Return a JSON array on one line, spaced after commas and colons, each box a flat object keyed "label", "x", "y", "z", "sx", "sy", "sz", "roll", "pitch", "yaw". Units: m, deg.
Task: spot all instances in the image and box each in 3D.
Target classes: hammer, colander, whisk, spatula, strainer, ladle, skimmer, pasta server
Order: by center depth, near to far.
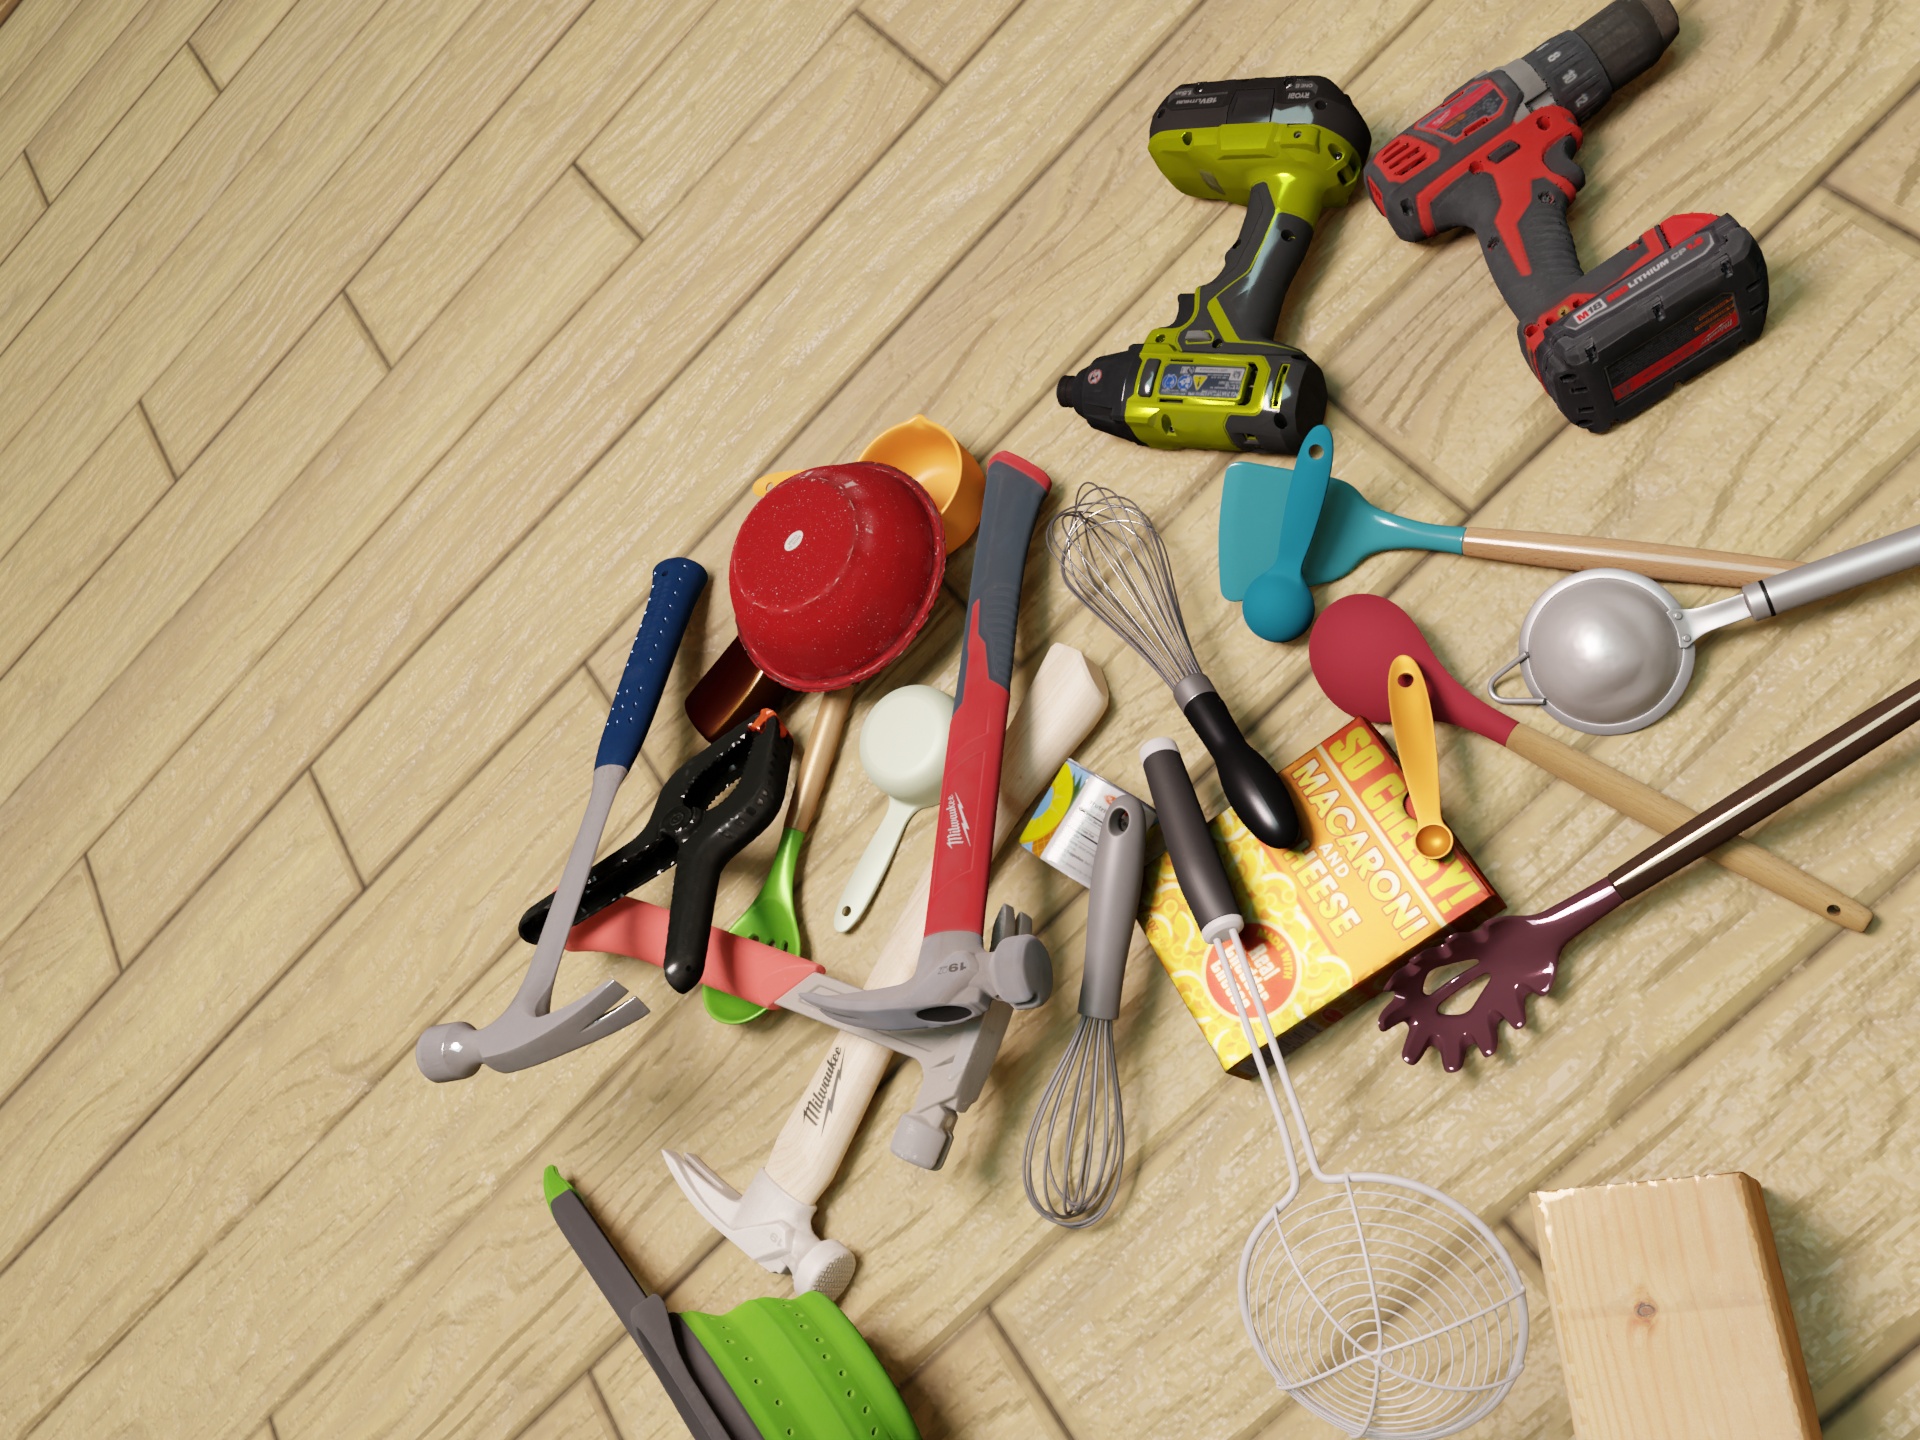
[{"label": "pasta server", "x": 0.337, "y": 0.067, "z": 0.757, "sx": 0.316, "sy": 0.040, "sz": 0.060, "roll": -39, "pitch": 86, "yaw": 21}, {"label": "strainer", "x": 0.385, "y": -0.057, "z": 0.785, "sx": 0.258, "sy": 0.050, "sz": 0.087, "roll": -22, "pitch": 84, "yaw": 24}, {"label": "skimmer", "x": 0.162, "y": 0.166, "z": 0.798, "sx": 0.127, "sy": 0.090, "sz": 0.364, "roll": -32, "pitch": 48, "yaw": 21}, {"label": "ladle", "x": 0.307, "y": 0.021, "z": 0.817, "sx": 0.316, "sy": 0.031, "sz": 0.069, "roll": 33, "pitch": 119, "yaw": 31}, {"label": "spatula", "x": 0.296, "y": -0.090, "z": 0.858, "sx": 0.318, "sy": 0.044, "sz": 0.082, "roll": 10, "pitch": 110, "yaw": 30}, {"label": "whisk", "x": 0.073, "y": 0.158, "z": 0.868, "sx": 0.055, "sy": 0.055, "sz": 0.239, "roll": 8, "pitch": 88, "yaw": 32}, {"label": "colander", "x": -0.130, "y": 0.349, "z": 0.908, "sx": 0.094, "sy": 0.204, "sz": 0.397, "roll": -31, "pitch": 34, "yaw": -23}, {"label": "whisk", "x": 0.121, "y": -0.037, "z": 0.911, "sx": 0.070, "sy": 0.070, "sz": 0.285, "roll": -37, "pitch": 50, "yaw": 13}, {"label": "hammer", "x": -0.002, "y": -0.003, "z": 0.946, "sx": 0.143, "sy": 0.038, "sz": 0.387, "roll": -13, "pitch": 52, "yaw": 28}, {"label": "hammer", "x": -0.035, "y": 0.135, "z": 0.970, "sx": 0.146, "sy": 0.038, "sz": 0.410, "roll": 27, "pitch": 86, "yaw": 36}, {"label": "hammer", "x": -0.124, "y": 0.145, "z": 0.976, "sx": 0.359, "sy": 0.036, "sz": 0.149, "roll": 12, "pitch": 75, "yaw": 37}, {"label": "hammer", "x": -0.223, "y": 0.042, "z": 1.024, "sx": 0.144, "sy": 0.035, "sz": 0.406, "roll": -15, "pitch": 43, "yaw": 25}]

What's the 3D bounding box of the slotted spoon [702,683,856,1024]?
[{"label": "slotted spoon", "x": -0.099, "y": 0.048, "z": 1.046, "sx": 0.070, "sy": 0.031, "sz": 0.314, "roll": 7, "pitch": 74, "yaw": 34}]

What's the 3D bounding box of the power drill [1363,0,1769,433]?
[{"label": "power drill", "x": 0.353, "y": -0.293, "z": 0.885, "sx": 0.188, "sy": 0.080, "sz": 0.227, "roll": -33, "pitch": 56, "yaw": 15}]

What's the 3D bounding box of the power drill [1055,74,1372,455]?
[{"label": "power drill", "x": 0.158, "y": -0.278, "z": 0.992, "sx": 0.171, "sy": 0.080, "sz": 0.223, "roll": 11, "pitch": 81, "yaw": 32}]

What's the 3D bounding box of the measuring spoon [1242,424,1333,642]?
[{"label": "measuring spoon", "x": 0.185, "y": -0.101, "z": 0.887, "sx": 0.042, "sy": 0.021, "sz": 0.128, "roll": 19, "pitch": 118, "yaw": 21}]

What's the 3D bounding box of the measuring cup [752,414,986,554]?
[{"label": "measuring cup", "x": -0.061, "y": -0.152, "z": 1.085, "sx": 0.174, "sy": 0.052, "sz": 0.095, "roll": 4, "pitch": 74, "yaw": 33}]

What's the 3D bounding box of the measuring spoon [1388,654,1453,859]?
[{"label": "measuring spoon", "x": 0.238, "y": 0.019, "z": 0.824, "sx": 0.021, "sy": 0.011, "sz": 0.117, "roll": -13, "pitch": 61, "yaw": 20}]

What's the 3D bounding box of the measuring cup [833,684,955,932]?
[{"label": "measuring cup", "x": -0.048, "y": 0.054, "z": 1.005, "sx": 0.083, "sy": 0.038, "sz": 0.167, "roll": 21, "pitch": 81, "yaw": 34}]
